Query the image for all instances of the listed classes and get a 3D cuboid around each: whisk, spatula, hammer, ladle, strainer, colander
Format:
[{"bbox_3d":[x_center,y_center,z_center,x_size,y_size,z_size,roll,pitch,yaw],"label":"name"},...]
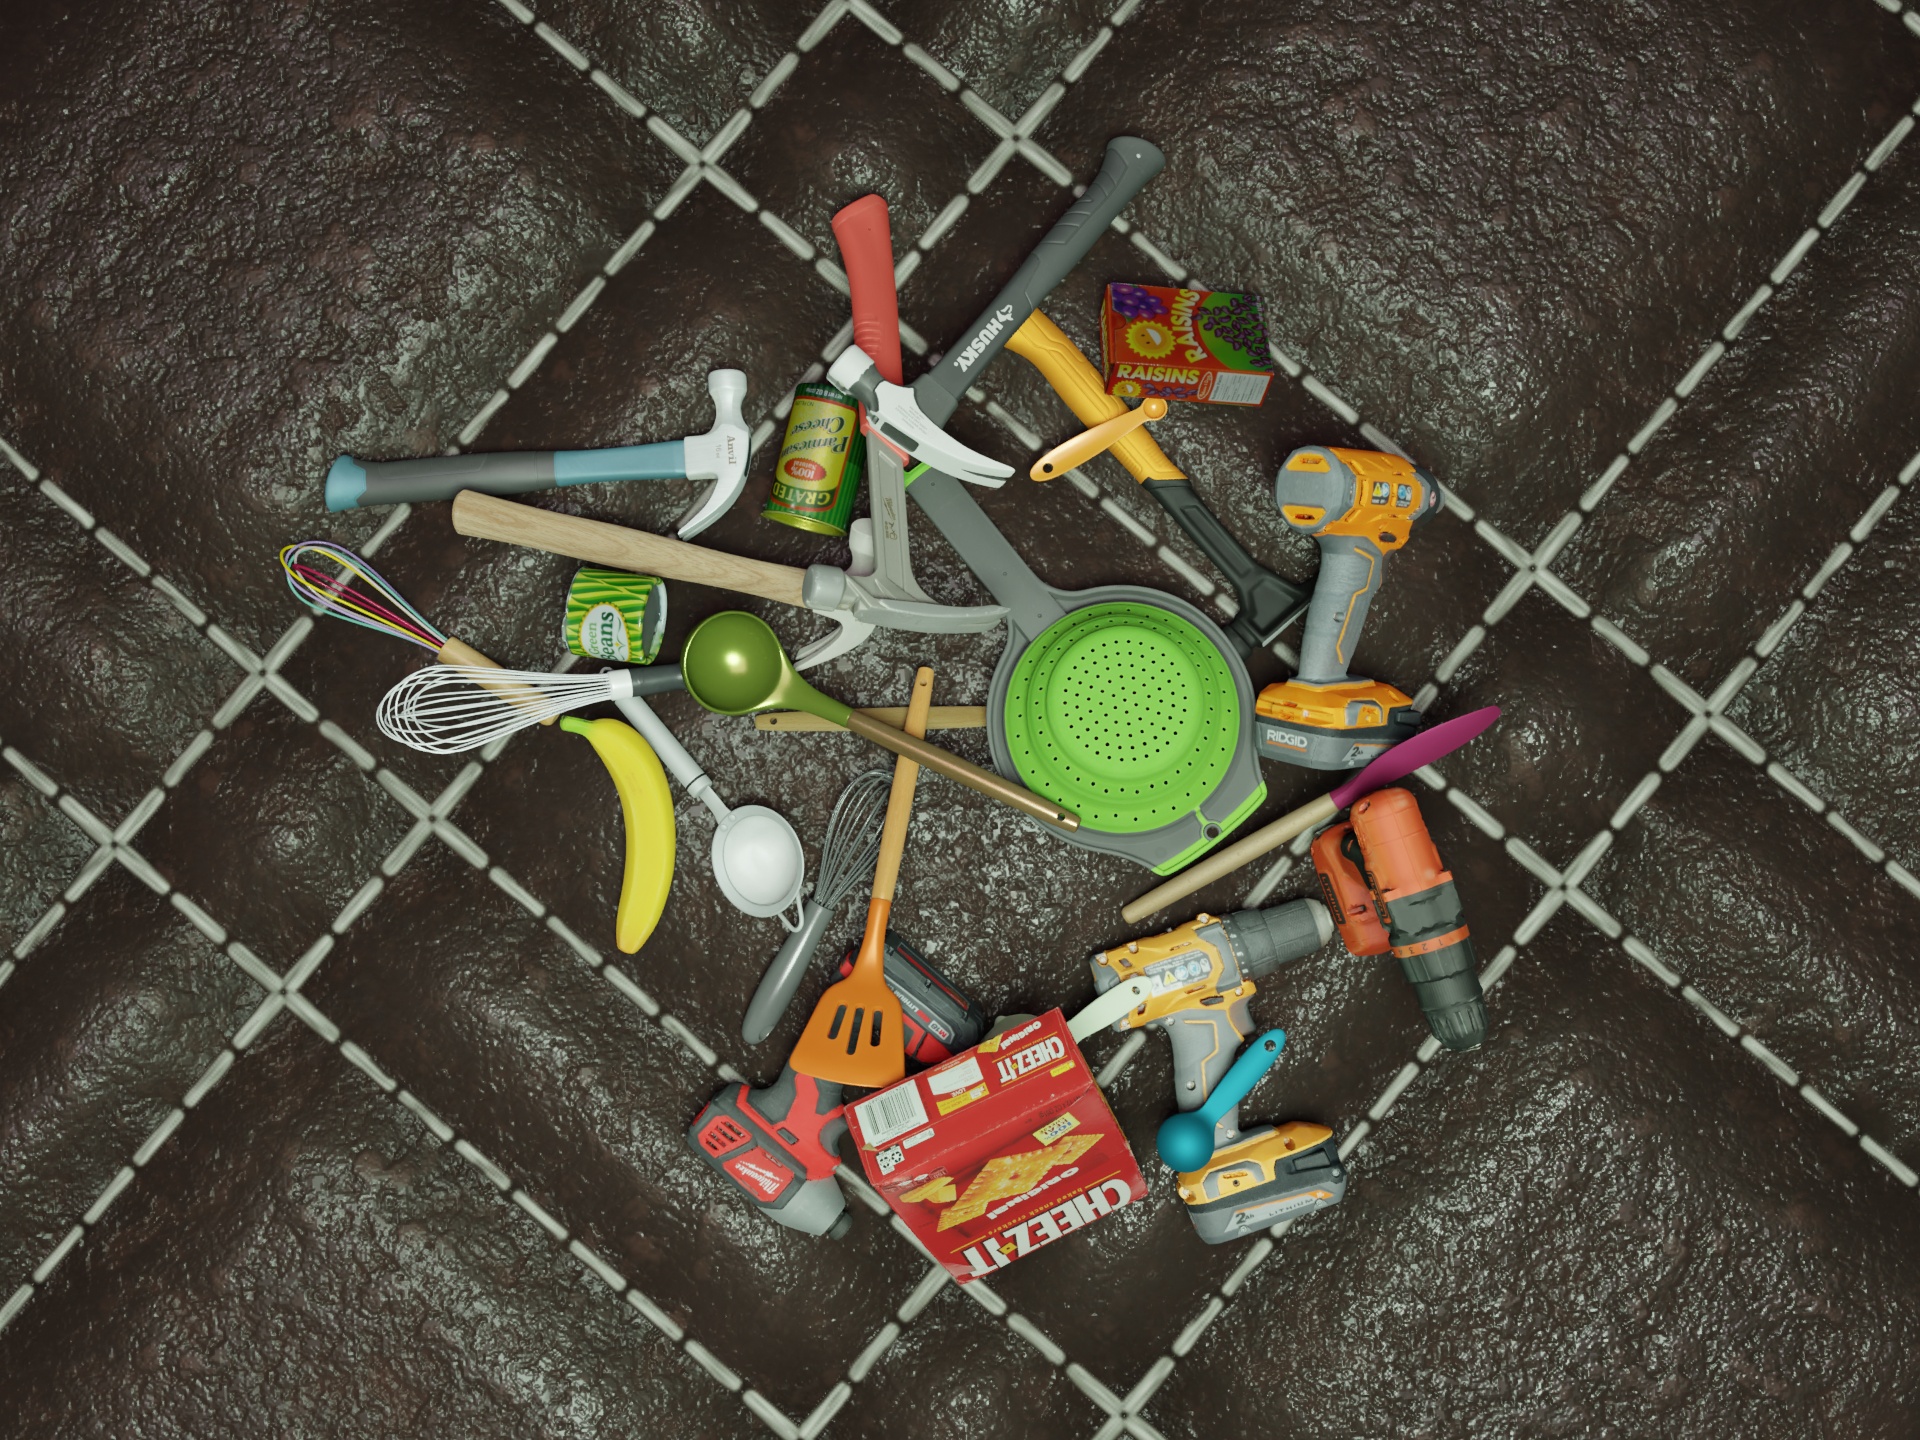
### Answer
[{"bbox_3d":[-0.287,-0.021,1.190,0.284,0.070,0.070,-9,88,-19],"label":"whisk"},{"bbox_3d":[-0.053,0.106,1.159,0.081,0.041,0.323,9,69,2],"label":"spatula"},{"bbox_3d":[-0.050,-0.234,1.179,0.149,0.036,0.359,6,65,-24],"label":"hammer"},{"bbox_3d":[0.150,-0.207,1.234,0.127,0.034,0.337,-42,88,0],"label":"hammer"},{"bbox_3d":[-0.059,0.009,1.165,0.320,0.062,0.078,25,87,8],"label":"ladle"},{"bbox_3d":[-0.002,-0.004,1.232,0.315,0.031,0.069,-2,84,2],"label":"ladle"},{"bbox_3d":[-0.419,-0.065,1.229,0.245,0.047,0.051,32,87,-2],"label":"whisk"},{"bbox_3d":[-0.220,-0.121,1.201,0.331,0.031,0.130,12,124,2],"label":"hammer"},{"bbox_3d":[-0.194,0.055,1.223,0.258,0.050,0.087,49,116,7],"label":"strainer"},{"bbox_3d":[-0.107,0.143,1.217,0.055,0.055,0.239,28,92,1],"label":"whisk"},{"bbox_3d":[0.055,-0.320,1.188,0.146,0.035,0.335,40,69,-6],"label":"hammer"},{"bbox_3d":[-0.327,-0.196,1.238,0.331,0.033,0.128,-4,87,0],"label":"hammer"},{"bbox_3d":[0.069,-0.070,1.176,0.204,0.094,0.397,-38,80,-3],"label":"colander"}]

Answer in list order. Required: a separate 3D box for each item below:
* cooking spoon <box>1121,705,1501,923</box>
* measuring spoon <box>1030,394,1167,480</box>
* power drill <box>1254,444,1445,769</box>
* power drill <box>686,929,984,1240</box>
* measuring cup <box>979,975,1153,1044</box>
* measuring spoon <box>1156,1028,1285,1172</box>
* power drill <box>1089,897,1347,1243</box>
[{"bbox_3d":[0.255,0.073,1.178,0.319,0.068,0.017,-32,67,20],"label":"cooking spoon"},{"bbox_3d":[0.105,-0.214,1.215,0.117,0.011,0.021,-29,80,5],"label":"measuring spoon"},{"bbox_3d":[0.296,-0.084,1.173,0.164,0.084,0.226,-4,102,-40],"label":"power drill"},{"bbox_3d":[-0.087,0.278,1.198,0.143,0.078,0.219,41,92,2],"label":"power drill"},{"bbox_3d":[0.075,0.238,1.177,0.167,0.038,0.083,-41,82,30],"label":"measuring cup"},{"bbox_3d":[0.191,0.271,1.143,0.042,0.021,0.128,41,85,10],"label":"measuring spoon"},{"bbox_3d":[0.218,0.253,1.195,0.185,0.084,0.226,-19,83,-1],"label":"power drill"}]
